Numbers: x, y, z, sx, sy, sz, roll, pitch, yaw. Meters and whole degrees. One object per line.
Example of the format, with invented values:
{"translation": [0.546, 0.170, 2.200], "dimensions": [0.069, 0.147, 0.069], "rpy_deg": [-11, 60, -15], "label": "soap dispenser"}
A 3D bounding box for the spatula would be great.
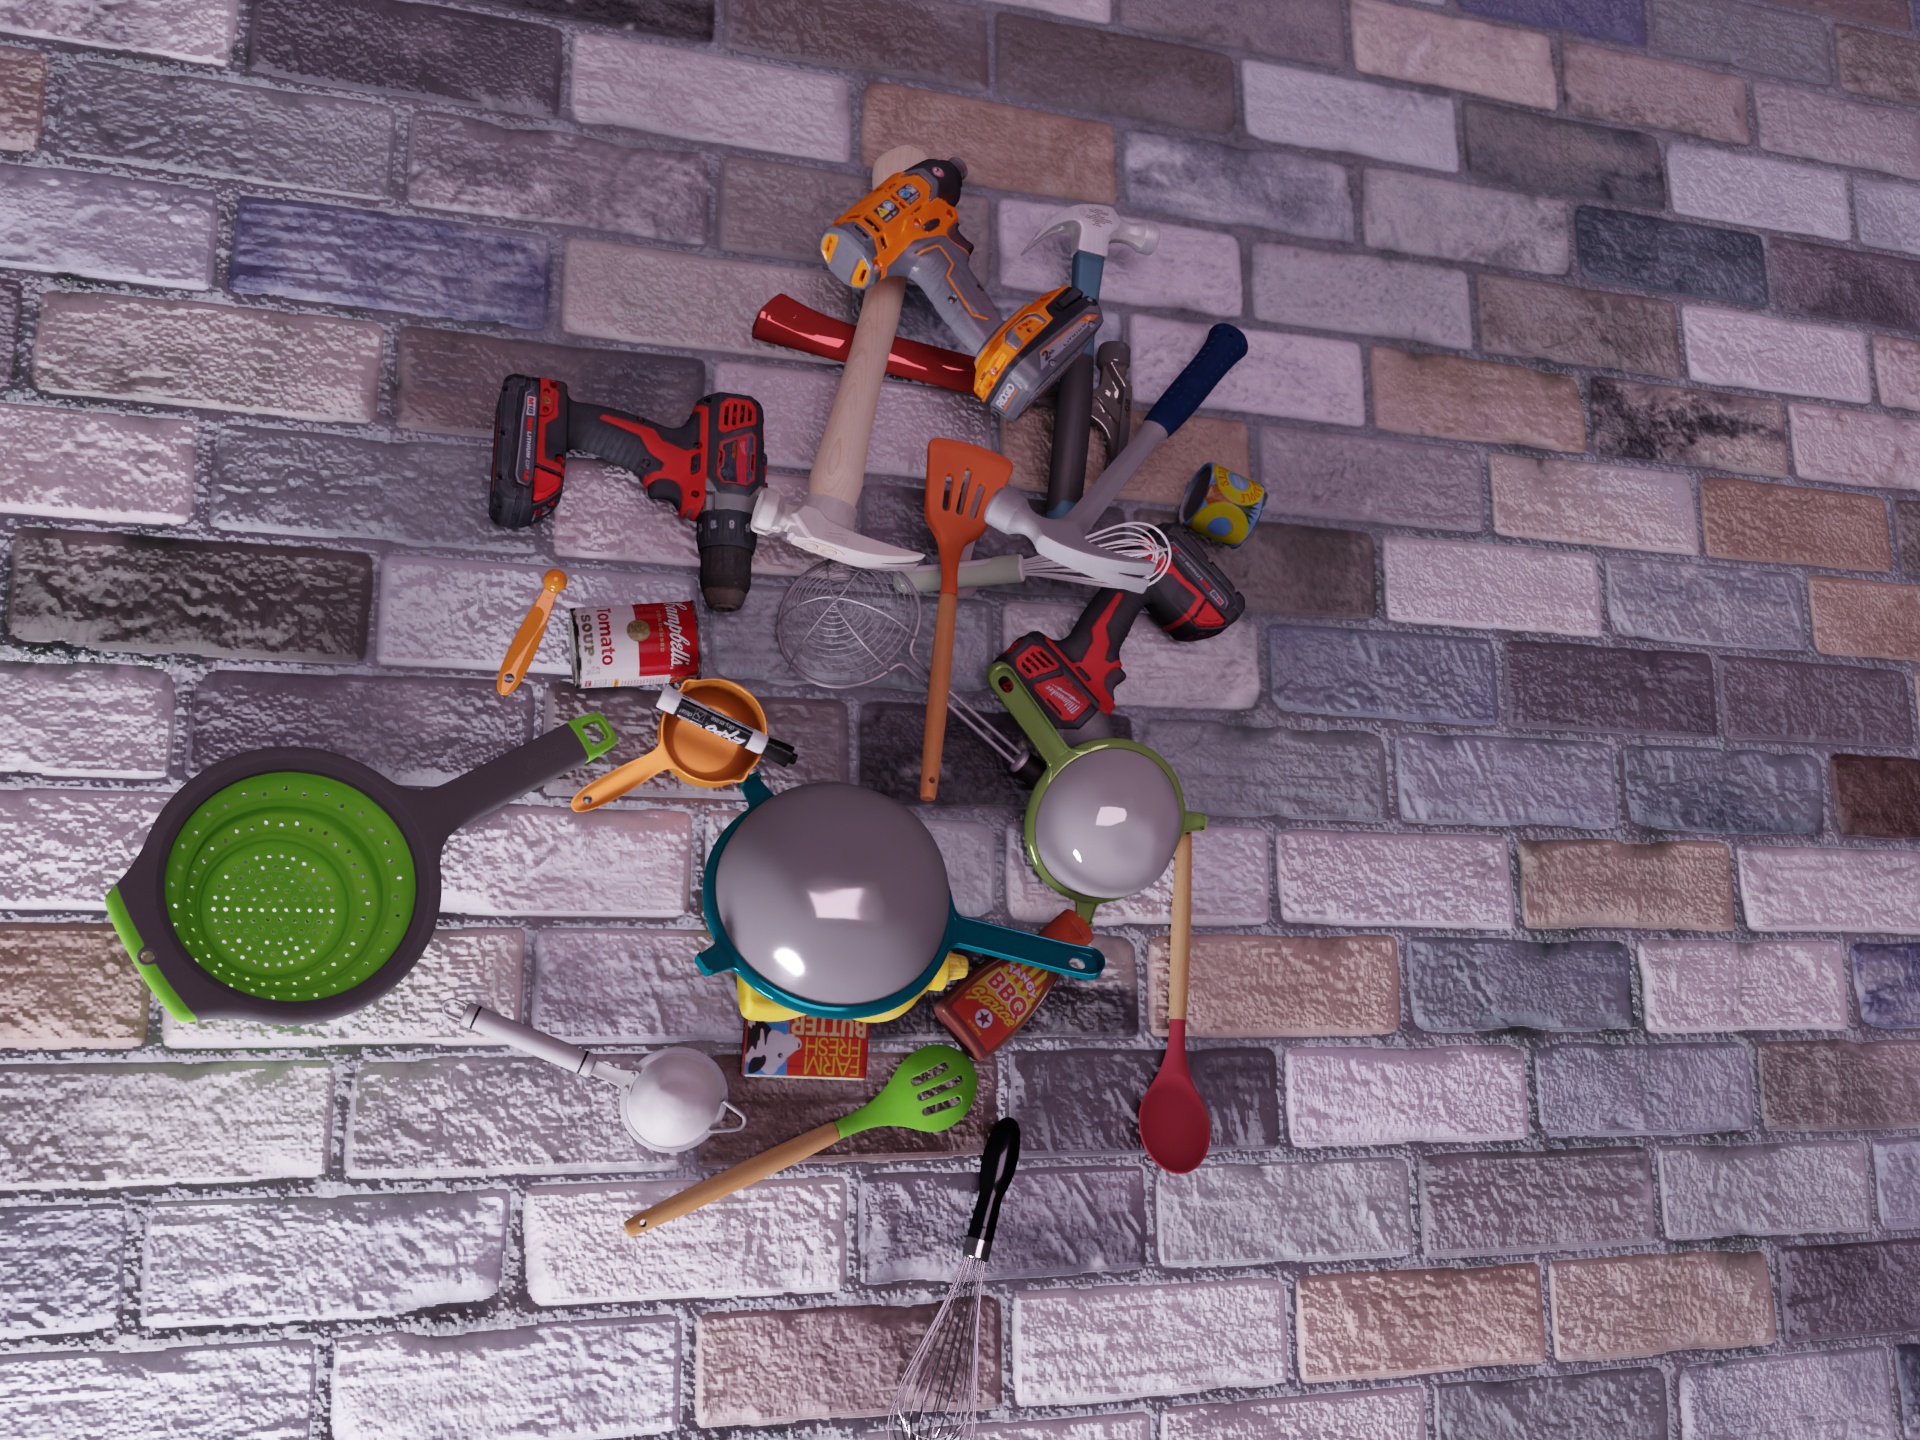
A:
{"translation": [-0.010, -0.087, 1.340], "dimensions": [0.081, 0.041, 0.323], "rpy_deg": [14, 65, -19], "label": "spatula"}

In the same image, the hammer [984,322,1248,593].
{"translation": [0.174, -0.251, 1.420], "dimensions": [0.144, 0.035, 0.406], "rpy_deg": [31, 47, 9], "label": "hammer"}

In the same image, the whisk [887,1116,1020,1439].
{"translation": [0.006, 0.466, 1.301], "dimensions": [0.070, 0.070, 0.285], "rpy_deg": [21, 70, -13], "label": "whisk"}

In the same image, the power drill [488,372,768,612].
{"translation": [-0.273, -0.191, 1.329], "dimensions": [0.226, 0.080, 0.188], "rpy_deg": [4, 79, -20], "label": "power drill"}

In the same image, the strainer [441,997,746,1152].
{"translation": [-0.287, 0.275, 1.252], "dimensions": [0.258, 0.050, 0.087], "rpy_deg": [25, 87, -8], "label": "strainer"}

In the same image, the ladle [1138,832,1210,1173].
{"translation": [0.194, 0.240, 1.418], "dimensions": [0.069, 0.031, 0.315], "rpy_deg": [9, 75, -18], "label": "ladle"}

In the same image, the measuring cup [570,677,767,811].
{"translation": [-0.242, 0.032, 1.307], "dimensions": [0.173, 0.052, 0.095], "rpy_deg": [-30, 89, -19], "label": "measuring cup"}

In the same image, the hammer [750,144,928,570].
{"translation": [-0.069, -0.327, 1.396], "dimensions": [0.146, 0.038, 0.411], "rpy_deg": [16, 69, -15], "label": "hammer"}

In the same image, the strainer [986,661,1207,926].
{"translation": [0.106, 0.055, 1.355], "dimensions": [0.151, 0.069, 0.256], "rpy_deg": [-39, 111, -5], "label": "strainer"}

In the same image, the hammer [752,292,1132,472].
{"translation": [-0.013, -0.313, 1.455], "dimensions": [0.359, 0.036, 0.149], "rpy_deg": [10, 76, -16], "label": "hammer"}

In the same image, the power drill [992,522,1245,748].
{"translation": [0.146, -0.063, 1.438], "dimensions": [0.220, 0.078, 0.143], "rpy_deg": [-43, 94, -17], "label": "power drill"}

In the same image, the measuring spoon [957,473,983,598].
{"translation": [0.008, -0.171, 1.443], "dimensions": [0.034, 0.018, 0.124], "rpy_deg": [11, 76, -15], "label": "measuring spoon"}

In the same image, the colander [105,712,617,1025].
{"translation": [-0.442, 0.096, 1.221], "dimensions": [0.397, 0.094, 0.204], "rpy_deg": [-31, 89, -38], "label": "colander"}

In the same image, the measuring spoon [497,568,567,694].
{"translation": [-0.354, -0.074, 1.312], "dimensions": [0.021, 0.011, 0.117], "rpy_deg": [24, 73, -12], "label": "measuring spoon"}

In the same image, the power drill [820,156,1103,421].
{"translation": [0.011, -0.388, 1.384], "dimensions": [0.226, 0.084, 0.164], "rpy_deg": [42, 64, 0], "label": "power drill"}

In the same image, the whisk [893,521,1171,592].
{"translation": [0.061, -0.135, 1.395], "dimensions": [0.246, 0.058, 0.059], "rpy_deg": [-5, 106, 9], "label": "whisk"}

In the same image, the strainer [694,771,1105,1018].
{"translation": [-0.033, 0.141, 1.280], "dimensions": [0.340, 0.095, 0.211], "rpy_deg": [15, 50, -8], "label": "strainer"}

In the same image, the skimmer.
{"translation": [-0.002, -0.004, 1.402], "dimensions": [0.363, 0.090, 0.127], "rpy_deg": [41, 76, -17], "label": "skimmer"}

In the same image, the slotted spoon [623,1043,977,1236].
{"translation": [-0.124, 0.347, 1.296], "dimensions": [0.313, 0.031, 0.070], "rpy_deg": [-21, 87, -19], "label": "slotted spoon"}

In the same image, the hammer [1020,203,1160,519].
{"translation": [0.109, -0.321, 1.461], "dimensions": [0.128, 0.033, 0.331], "rpy_deg": [10, 77, -17], "label": "hammer"}
